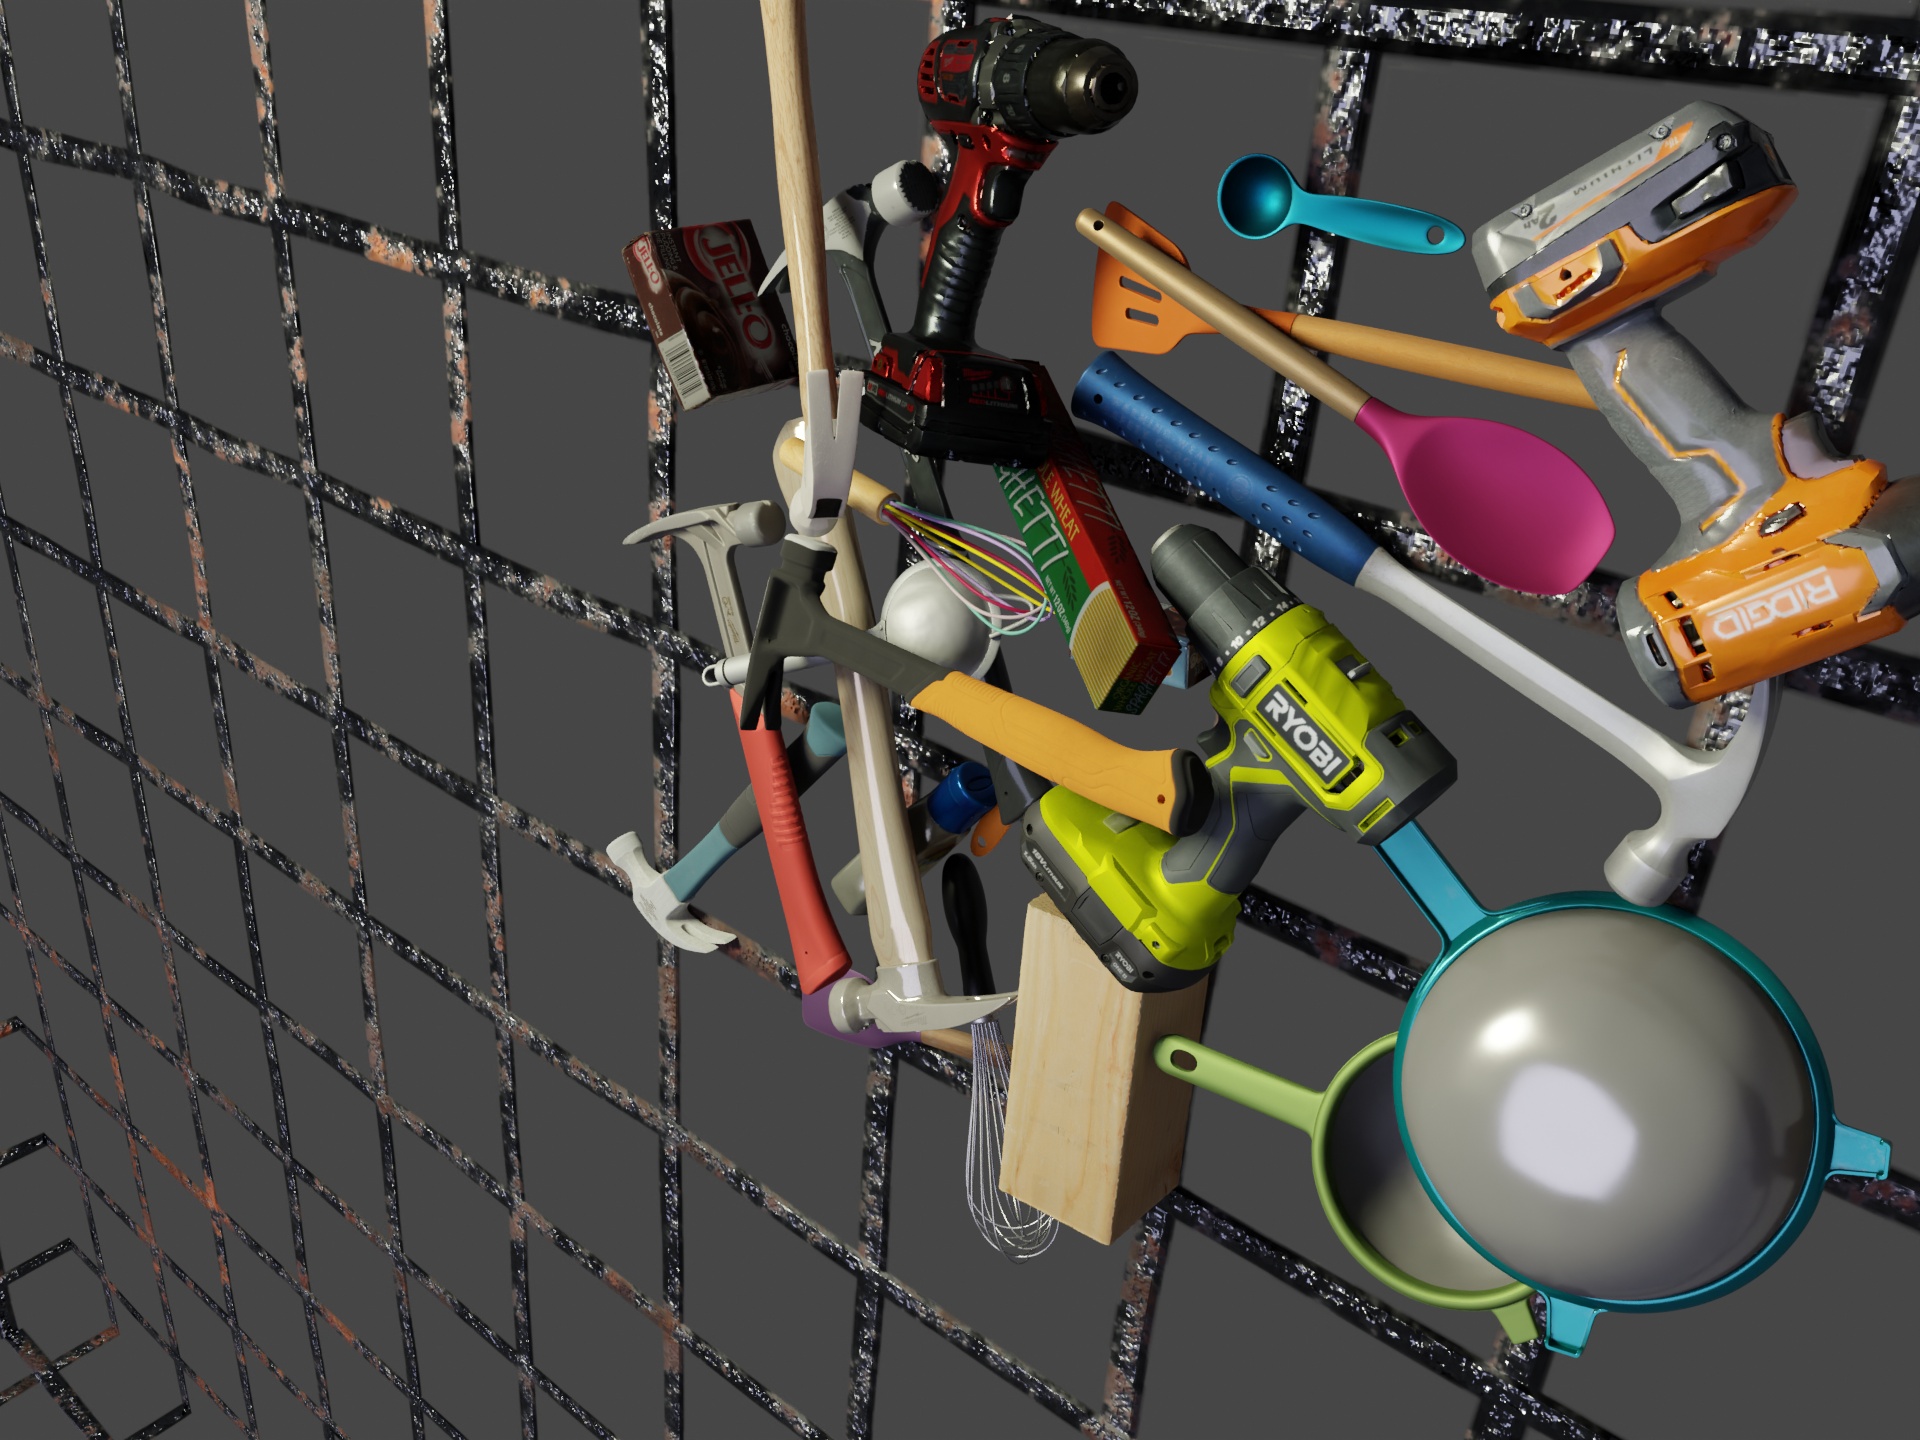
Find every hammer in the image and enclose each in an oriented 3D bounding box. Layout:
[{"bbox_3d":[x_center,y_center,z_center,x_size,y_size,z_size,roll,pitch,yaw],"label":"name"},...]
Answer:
[{"bbox_3d":[-0.020,-0.128,1.009,0.149,0.036,0.409,-11,99,45],"label":"hammer"},{"bbox_3d":[0.223,-0.079,0.824,0.406,0.035,0.144,39,129,22],"label":"hammer"},{"bbox_3d":[-0.054,-0.001,1.047,0.146,0.038,0.410,-11,88,33],"label":"hammer"},{"bbox_3d":[-0.001,-0.003,0.901,0.337,0.034,0.127,25,104,39],"label":"hammer"},{"bbox_3d":[-0.092,-0.284,0.938,0.130,0.031,0.331,146,119,-75],"label":"hammer"},{"bbox_3d":[-0.147,0.024,1.148,0.149,0.036,0.359,-4,103,43],"label":"hammer"},{"bbox_3d":[-0.173,0.080,1.241,0.128,0.033,0.331,56,134,9],"label":"hammer"}]

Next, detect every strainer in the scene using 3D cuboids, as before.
[{"bbox_3d":[0.235,0.230,0.912,0.256,0.069,0.151,17,95,32],"label":"strainer"},{"bbox_3d":[-0.072,-0.047,1.013,0.258,0.050,0.087,-11,85,35],"label":"strainer"},{"bbox_3d":[0.273,0.140,0.800,0.211,0.095,0.341,-42,68,21],"label":"strainer"}]

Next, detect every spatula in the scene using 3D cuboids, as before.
[{"bbox_3d":[0.197,-0.197,0.809,0.323,0.041,0.081,21,122,29],"label":"spatula"},{"bbox_3d":[-0.005,0.234,1.172,0.316,0.018,0.059,8,101,39],"label":"spatula"}]

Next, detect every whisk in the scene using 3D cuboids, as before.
[{"bbox_3d":[0.020,0.232,1.100,0.070,0.070,0.284,-12,87,43],"label":"whisk"},{"bbox_3d":[-0.028,-0.117,0.971,0.245,0.047,0.051,34,116,34],"label":"whisk"}]

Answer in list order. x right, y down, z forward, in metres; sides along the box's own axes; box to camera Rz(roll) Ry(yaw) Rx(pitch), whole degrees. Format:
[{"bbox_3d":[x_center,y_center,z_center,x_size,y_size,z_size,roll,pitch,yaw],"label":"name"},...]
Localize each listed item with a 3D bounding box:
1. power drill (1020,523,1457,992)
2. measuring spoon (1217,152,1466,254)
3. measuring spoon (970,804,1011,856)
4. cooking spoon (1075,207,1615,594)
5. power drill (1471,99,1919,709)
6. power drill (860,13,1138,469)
[{"bbox_3d":[0.130,0.025,0.860,0.191,0.080,0.228,50,132,16],"label":"power drill"},{"bbox_3d":[0.192,-0.254,0.797,0.129,0.021,0.042,21,121,23],"label":"measuring spoon"},{"bbox_3d":[0.031,0.054,1.066,0.021,0.011,0.116,45,131,17],"label":"measuring spoon"},{"bbox_3d":[0.181,-0.169,0.791,0.319,0.017,0.068,40,103,18],"label":"cooking spoon"},{"bbox_3d":[0.329,-0.135,0.662,0.164,0.084,0.226,-26,85,37],"label":"power drill"},{"bbox_3d":[0.020,-0.252,0.842,0.188,0.080,0.226,-138,55,-58],"label":"power drill"}]
